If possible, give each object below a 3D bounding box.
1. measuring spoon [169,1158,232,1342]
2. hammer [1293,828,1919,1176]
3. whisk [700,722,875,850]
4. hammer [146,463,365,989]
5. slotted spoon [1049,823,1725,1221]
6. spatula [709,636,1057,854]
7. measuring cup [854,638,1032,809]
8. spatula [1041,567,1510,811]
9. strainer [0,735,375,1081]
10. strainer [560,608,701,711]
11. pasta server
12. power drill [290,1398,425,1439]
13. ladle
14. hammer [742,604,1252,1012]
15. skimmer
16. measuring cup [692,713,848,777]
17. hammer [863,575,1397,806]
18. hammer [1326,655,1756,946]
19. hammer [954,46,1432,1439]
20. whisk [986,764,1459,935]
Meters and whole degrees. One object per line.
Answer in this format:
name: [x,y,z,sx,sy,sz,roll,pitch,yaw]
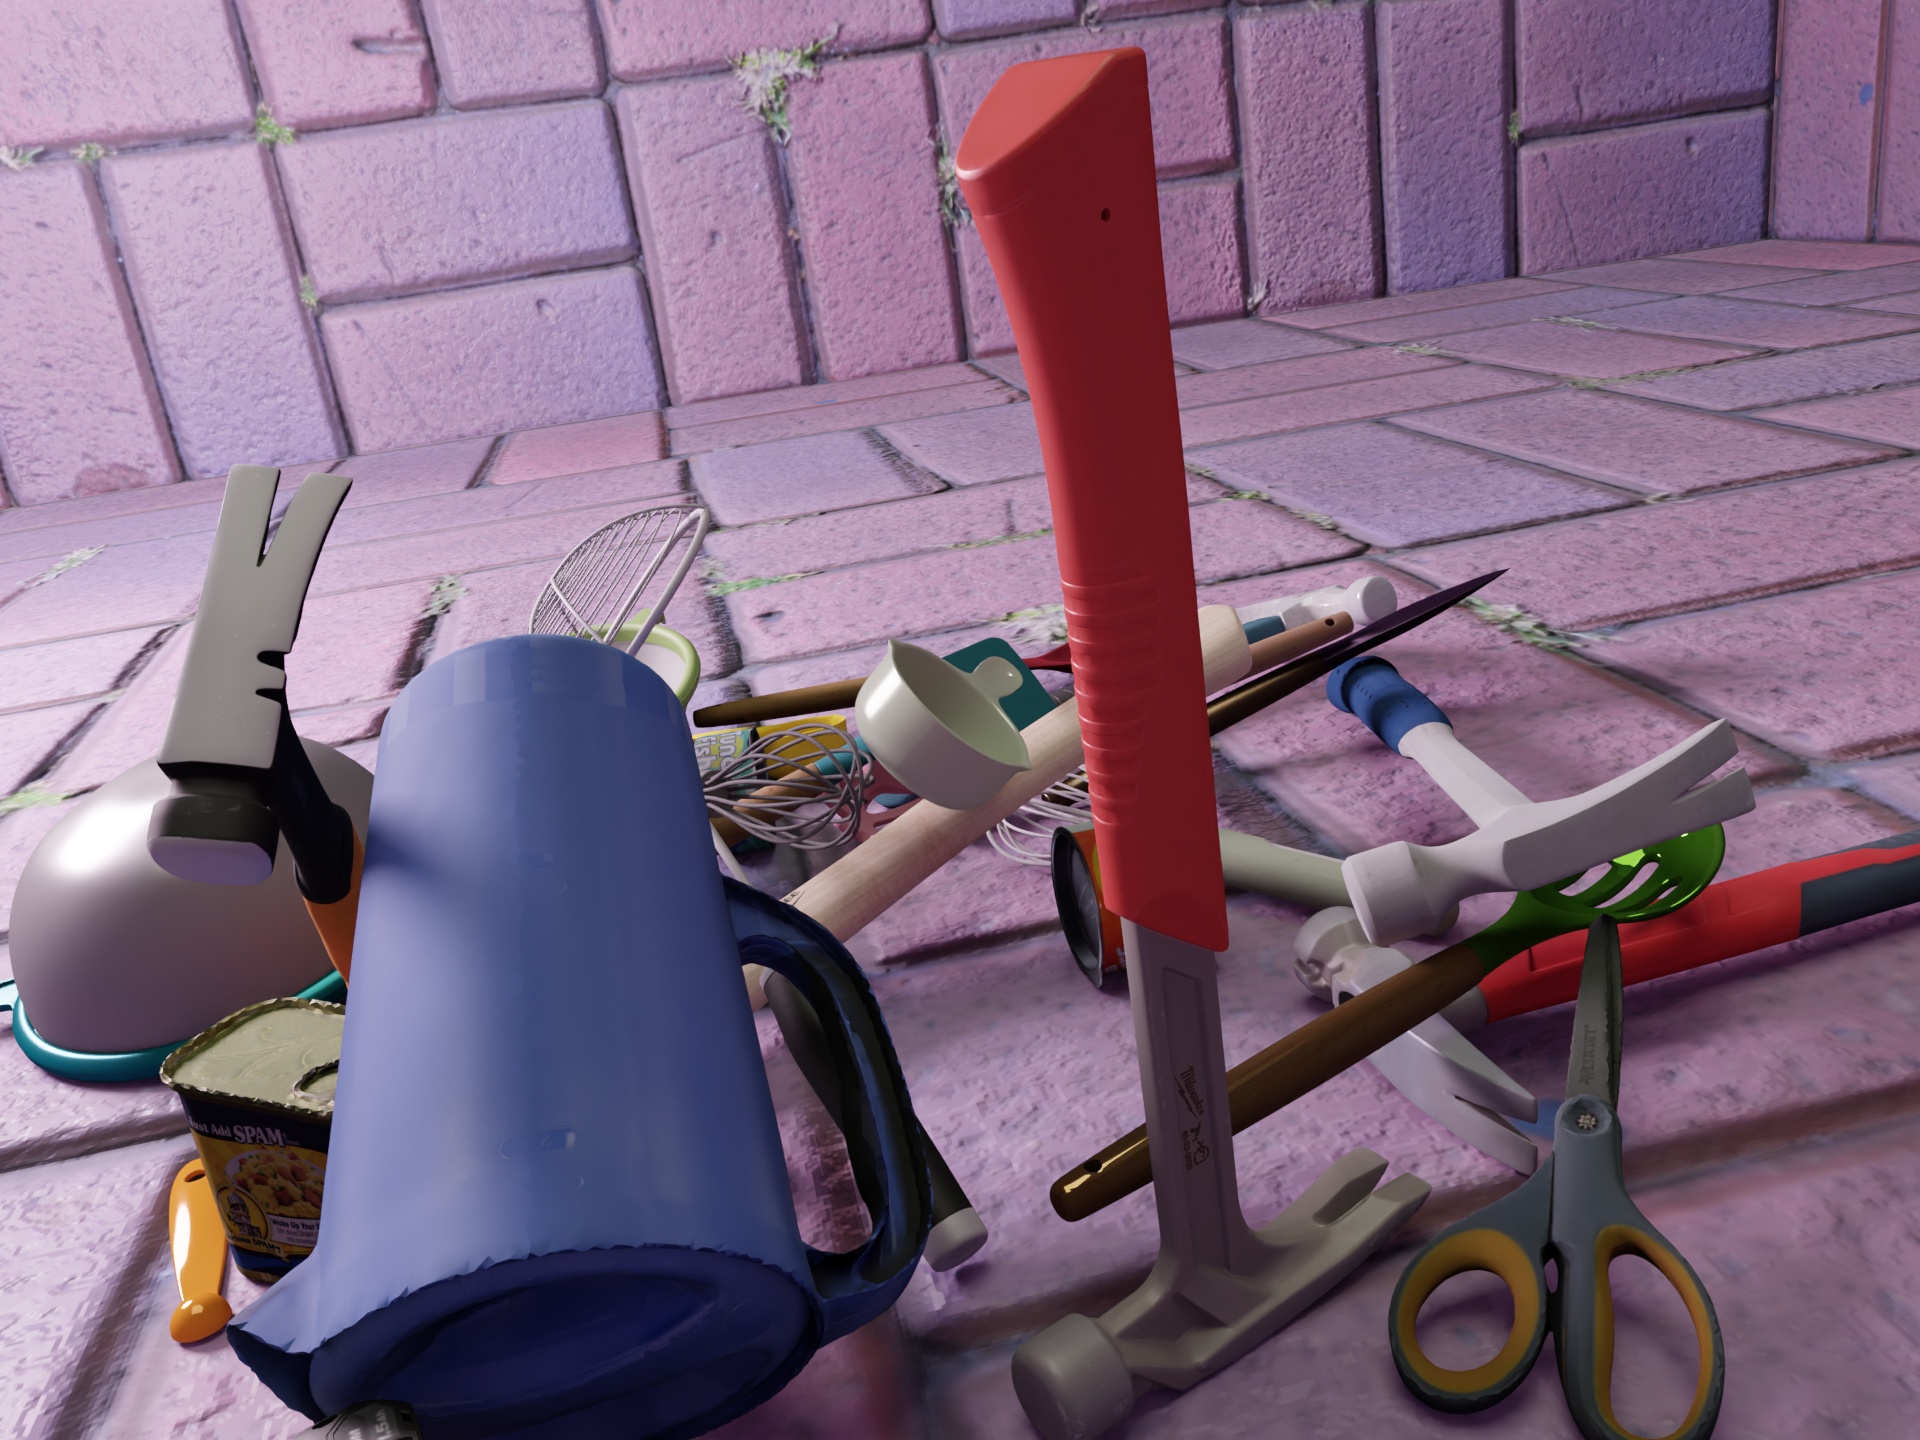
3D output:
measuring spoon: [-0.279,0.188,0.581,0.021,0.011,0.117,-16,21,-22]
hammer: [0.337,0.078,0.624,0.386,0.038,0.143,-12,22,-13]
whisk: [-0.117,0.032,0.741,0.055,0.055,0.239,-24,12,-38]
hammer: [-0.228,0.049,0.580,0.034,0.127,0.336,5,-27,-10]
slotted spoon: [0.157,0.094,0.554,0.313,0.031,0.070,-22,25,-28]
spatula: [-0.091,0.047,0.803,0.317,0.044,0.082,-28,65,-13]
measuring cup: [-0.001,-0.002,0.730,0.038,0.083,0.167,-48,-3,16]
spatula: [0.183,-0.022,0.896,0.316,0.018,0.060,-26,-1,-16]
strainer: [-0.335,0.033,0.811,0.211,0.095,0.340,6,37,31]
strainer: [-0.196,0.031,0.917,0.151,0.069,0.257,-26,38,-17]
pasta server: [0.076,-0.002,0.865,0.316,0.040,0.060,-22,62,-10]
power drill: [-0.210,0.240,0.323,0.228,0.080,0.191,-20,24,-23]
ladle: [-0.016,-0.027,1.021,0.315,0.031,0.069,-10,11,-19]
hammer: [-0.017,0.048,0.731,0.410,0.038,0.146,-33,30,-30]
skimmer: [-0.077,0.050,0.626,0.090,0.127,0.364,10,36,-52]
measuring cup: [-0.130,0.019,0.984,0.156,0.029,0.062,-5,11,44]
hammer: [0.096,-0.019,0.948,0.331,0.033,0.128,-21,5,-23]
hammer: [0.224,0.010,0.736,0.144,0.035,0.405,-20,7,8]
hammer: [0.057,0.018,0.413,0.149,0.358,0.037,-23,27,-29]
whisk: [0.112,0.060,0.745,0.246,0.059,0.057,13,-15,34]
